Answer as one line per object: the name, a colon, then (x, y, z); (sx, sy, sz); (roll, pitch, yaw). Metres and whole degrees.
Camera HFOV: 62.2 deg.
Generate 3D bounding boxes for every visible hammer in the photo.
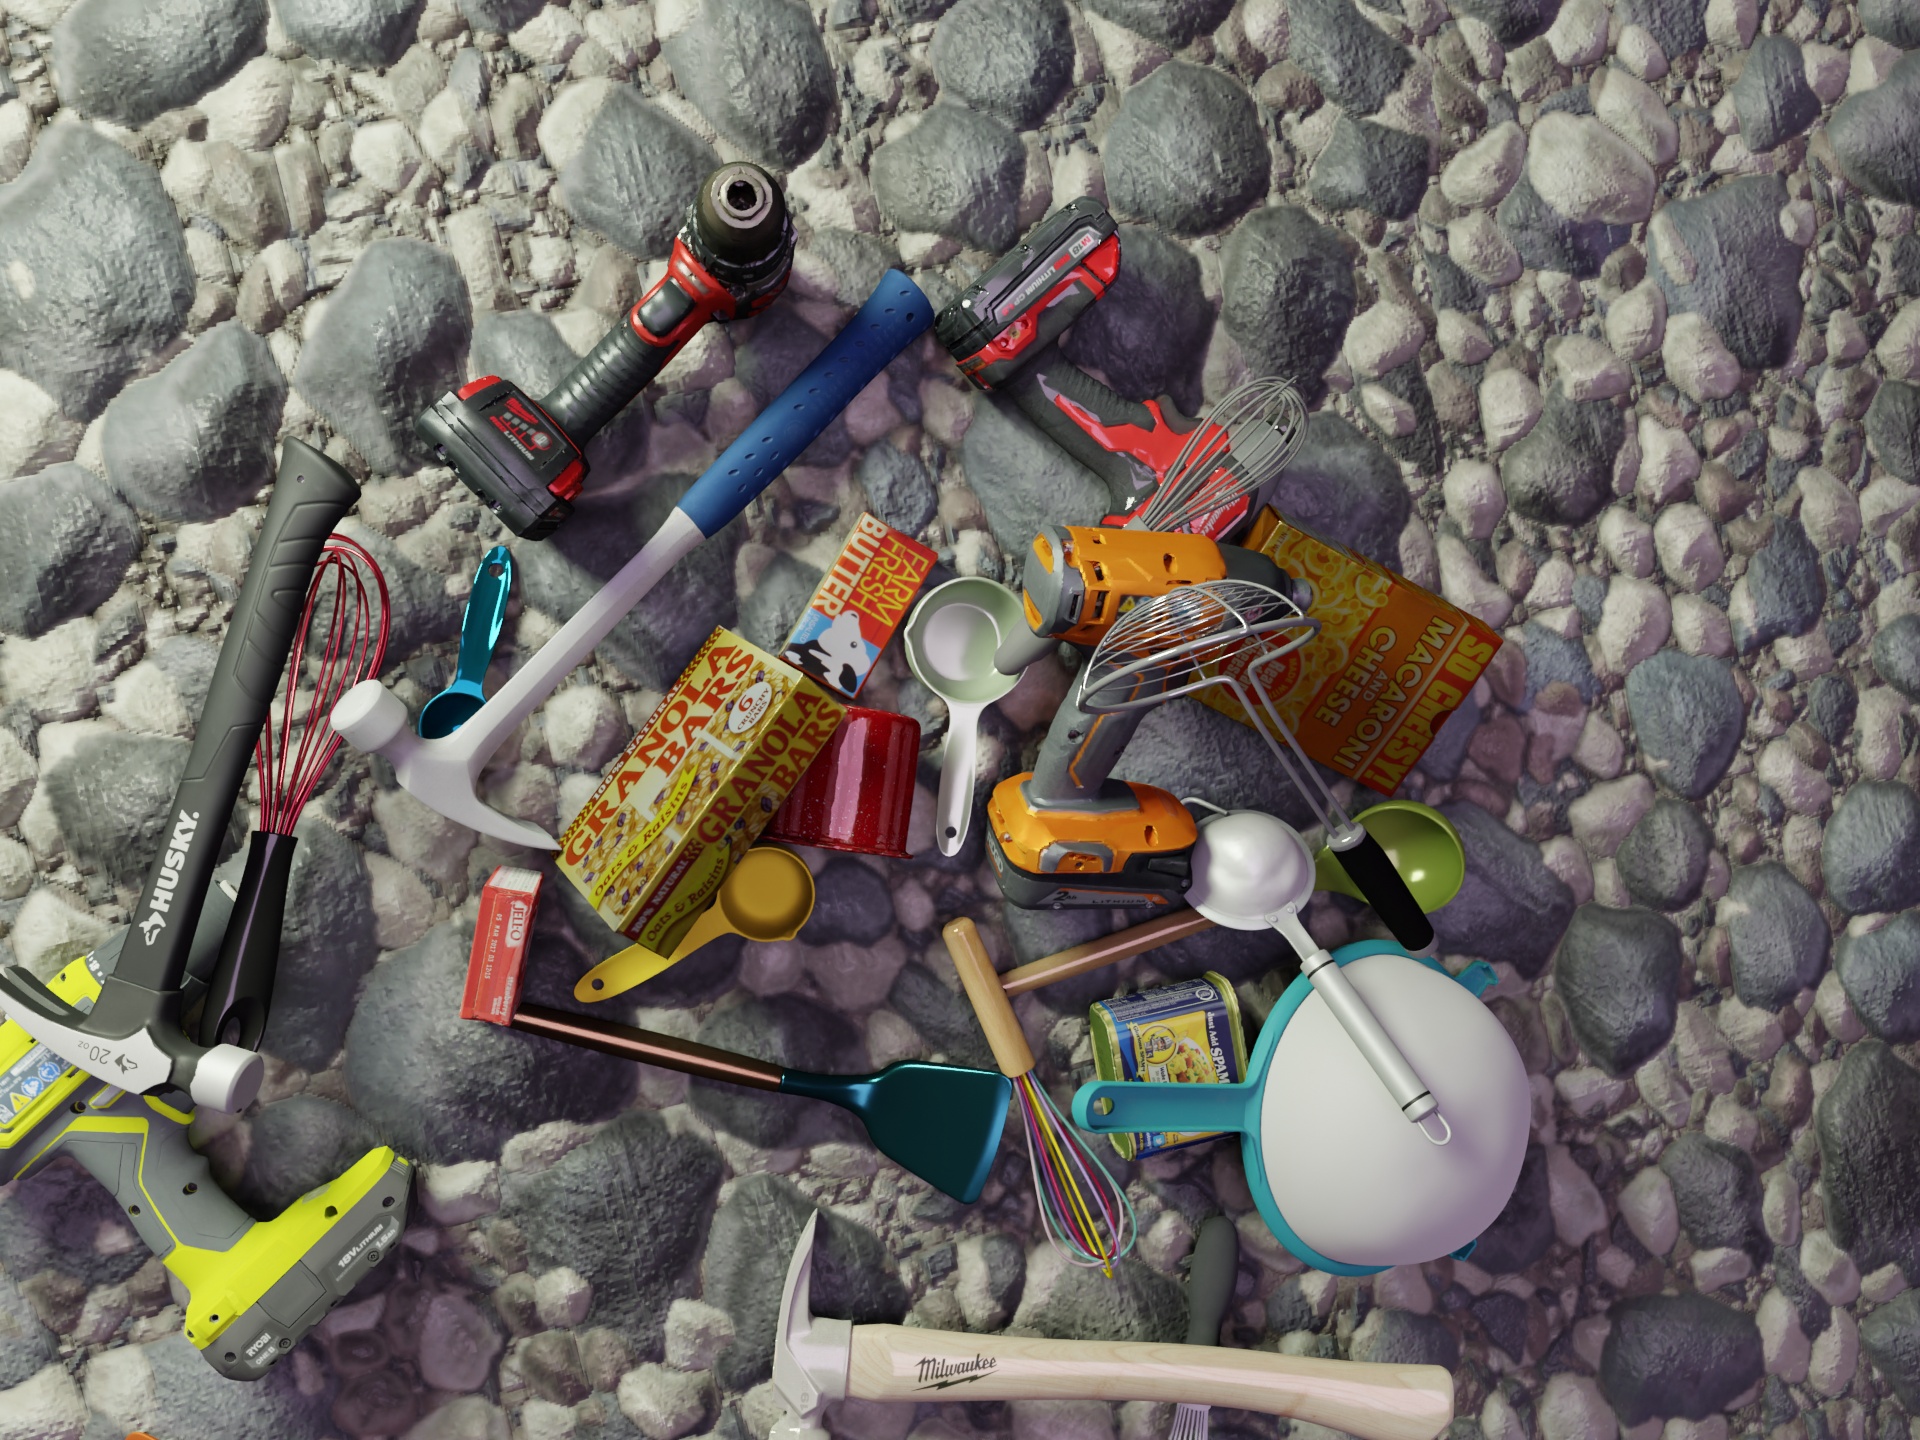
hammer: (0.094, 0.385, 0.963); (0.410, 0.038, 0.146); (5, 89, -3)
hammer: (-0.380, 0.017, 0.806); (0.146, 0.035, 0.335); (16, 86, 6)
hammer: (-0.158, -0.101, 0.906); (0.405, 0.035, 0.143); (-48, 127, -12)

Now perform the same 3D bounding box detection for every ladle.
ladle: (0.164, 0.124, 0.993); (0.320, 0.062, 0.078); (-18, 107, -9)

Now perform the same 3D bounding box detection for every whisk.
whisk: (0.047, 0.231, 0.965); (0.051, 0.047, 0.245); (-20, 99, 19)
whisk: (-0.362, 0.042, 0.848); (0.073, 0.073, 0.296); (10, 79, -13)
whisk: (0.107, -0.110, 0.914); (0.239, 0.055, 0.055); (-43, 101, 12)
whisk: (0.142, 0.456, 1.003); (0.070, 0.070, 0.285); (11, 85, -13)

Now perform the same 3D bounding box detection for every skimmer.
skimmer: (0.189, 0.051, 0.874); (0.127, 0.090, 0.362); (-22, 129, 25)

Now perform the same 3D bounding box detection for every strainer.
strainer: (0.207, 0.136, 0.936); (0.087, 0.050, 0.259); (-26, 63, -16)
strainer: (0.227, 0.236, 0.940); (0.340, 0.095, 0.211); (9, 85, -32)

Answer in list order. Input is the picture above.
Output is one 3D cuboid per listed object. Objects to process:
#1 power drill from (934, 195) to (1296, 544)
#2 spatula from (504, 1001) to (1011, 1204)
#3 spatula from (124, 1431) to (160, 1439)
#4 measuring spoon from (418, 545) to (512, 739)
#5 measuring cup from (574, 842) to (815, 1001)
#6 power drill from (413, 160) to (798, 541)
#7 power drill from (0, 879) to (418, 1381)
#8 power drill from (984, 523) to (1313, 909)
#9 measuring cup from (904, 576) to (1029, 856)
power drill: (0.100, -0.195, 0.957); (0.143, 0.078, 0.219); (-42, 103, -7)
spatula: (-0.130, 0.207, 0.936); (0.317, 0.044, 0.082); (16, 93, -12)
spatula: (-0.318, 0.460, 0.916); (0.322, 0.041, 0.081); (9, 90, -17)
measuring spoon: (-0.277, -0.037, 0.911); (0.042, 0.021, 0.129); (13, 80, -12)
measuring cup: (-0.158, 0.123, 0.942); (0.156, 0.029, 0.062); (-28, 99, 2)
power drill: (-0.175, -0.200, 0.840); (0.226, 0.188, 0.080); (-44, 100, -3)
power drill: (-0.406, 0.219, 0.859); (0.190, 0.080, 0.228); (-45, 98, -14)
power drill: (0.105, -0.002, 0.914); (0.164, 0.084, 0.226); (1, 120, -16)
measuring cup: (-0.002, -0.003, 0.961); (0.083, 0.038, 0.167); (6, 93, -13)
